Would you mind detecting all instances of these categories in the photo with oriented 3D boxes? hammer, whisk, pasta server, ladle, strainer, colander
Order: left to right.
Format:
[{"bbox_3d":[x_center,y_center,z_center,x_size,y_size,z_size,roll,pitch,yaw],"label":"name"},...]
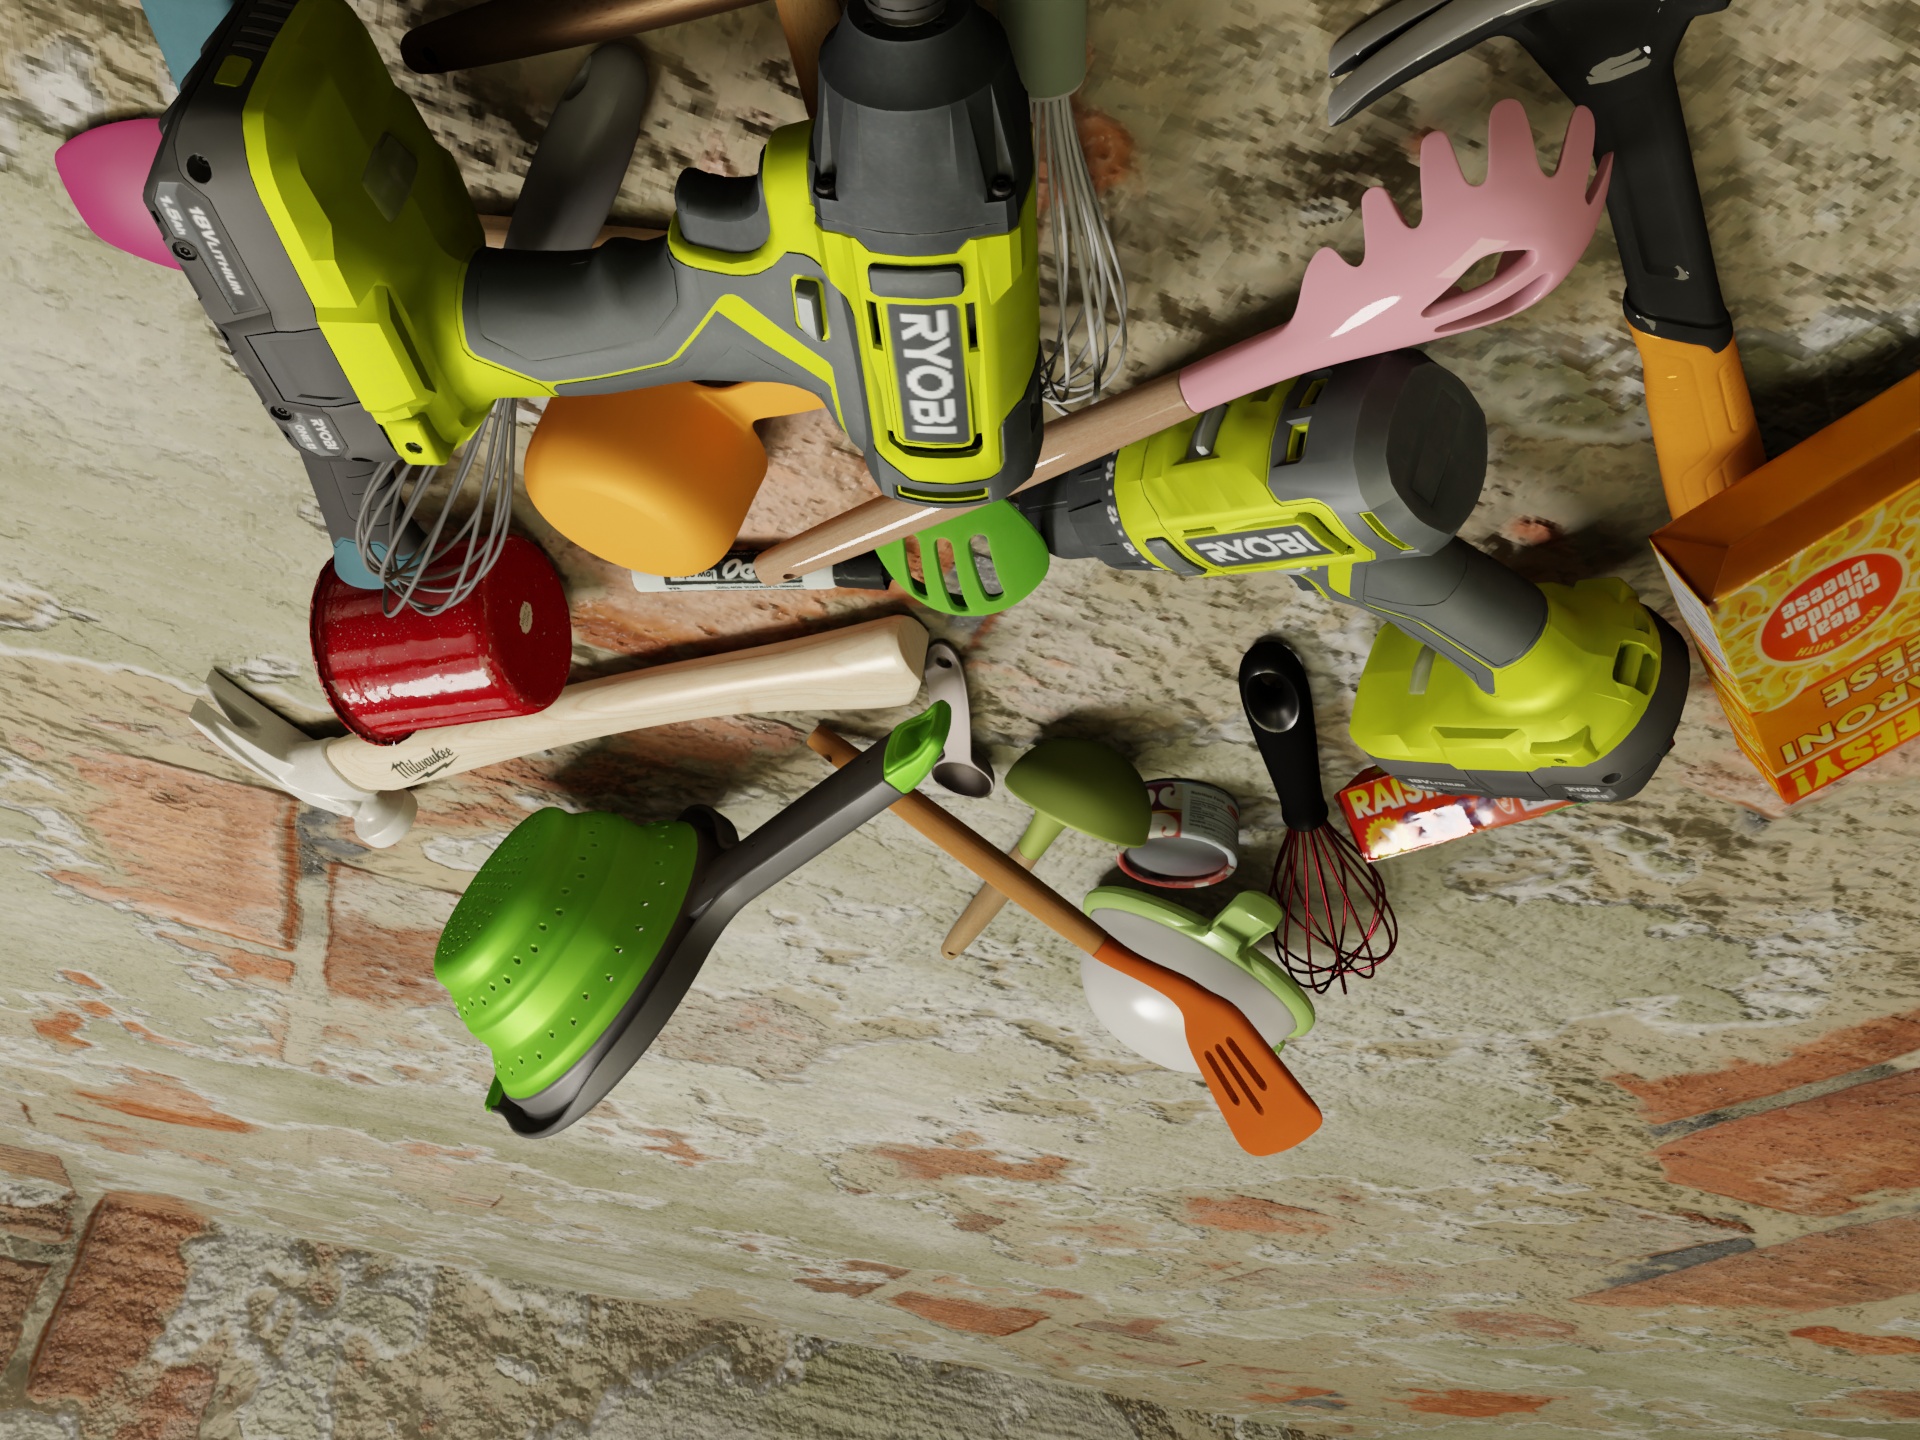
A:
[{"bbox_3d":[-0.230,-0.153,0.544,0.128,0.033,0.330,8,147,-2],"label":"hammer"},{"bbox_3d":[-0.160,-0.125,0.549,0.055,0.055,0.239,21,127,-21],"label":"whisk"},{"bbox_3d":[-0.206,-0.007,0.814,0.410,0.038,0.146,-10,143,27],"label":"hammer"},{"bbox_3d":[-0.164,0.076,0.824,0.094,0.205,0.397,38,128,-23],"label":"colander"},{"bbox_3d":[0.029,0.093,0.910,0.078,0.062,0.320,23,150,-4],"label":"ladle"},{"bbox_3d":[0.024,-0.183,0.468,0.058,0.059,0.246,-28,147,-15],"label":"whisk"},{"bbox_3d":[0.050,-0.103,0.513,0.316,0.040,0.060,-18,151,34],"label":"pasta server"},{"bbox_3d":[0.127,0.148,0.878,0.151,0.069,0.256,30,163,7],"label":"strainer"},{"bbox_3d":[0.180,0.059,0.821,0.073,0.073,0.295,-4,141,19],"label":"whisk"},{"bbox_3d":[0.237,-0.117,0.535,0.127,0.034,0.336,-12,144,28],"label":"hammer"}]

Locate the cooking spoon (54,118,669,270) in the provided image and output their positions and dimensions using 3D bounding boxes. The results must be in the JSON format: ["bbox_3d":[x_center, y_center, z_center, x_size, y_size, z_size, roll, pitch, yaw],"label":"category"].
[{"bbox_3d":[-0.157,-0.167,0.554,0.319,0.017,0.068,6,146,3],"label":"cooking spoon"}]

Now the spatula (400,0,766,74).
[{"bbox_3d":[-0.031,-0.205,0.415,0.317,0.044,0.082,3,139,31],"label":"spatula"}]

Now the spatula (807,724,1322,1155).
[{"bbox_3d":[0.048,0.108,0.821,0.322,0.041,0.081,36,147,1],"label":"spatula"}]

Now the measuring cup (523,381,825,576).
[{"bbox_3d":[-0.096,-0.095,0.586,0.174,0.052,0.095,-2,150,48],"label":"measuring cup"}]

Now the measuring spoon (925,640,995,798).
[{"bbox_3d":[-0.001,-0.003,0.801,0.034,0.018,0.124,10,144,15],"label":"measuring spoon"}]

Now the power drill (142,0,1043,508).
[{"bbox_3d":[-0.090,-0.135,0.440,0.223,0.080,0.171,3,148,6],"label":"power drill"}]

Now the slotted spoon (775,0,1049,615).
[{"bbox_3d":[-0.024,-0.139,0.530,0.070,0.031,0.313,2,140,17],"label":"slotted spoon"}]

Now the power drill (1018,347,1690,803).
[{"bbox_3d":[0.148,-0.050,0.605,0.228,0.080,0.191,30,163,-33],"label":"power drill"}]
